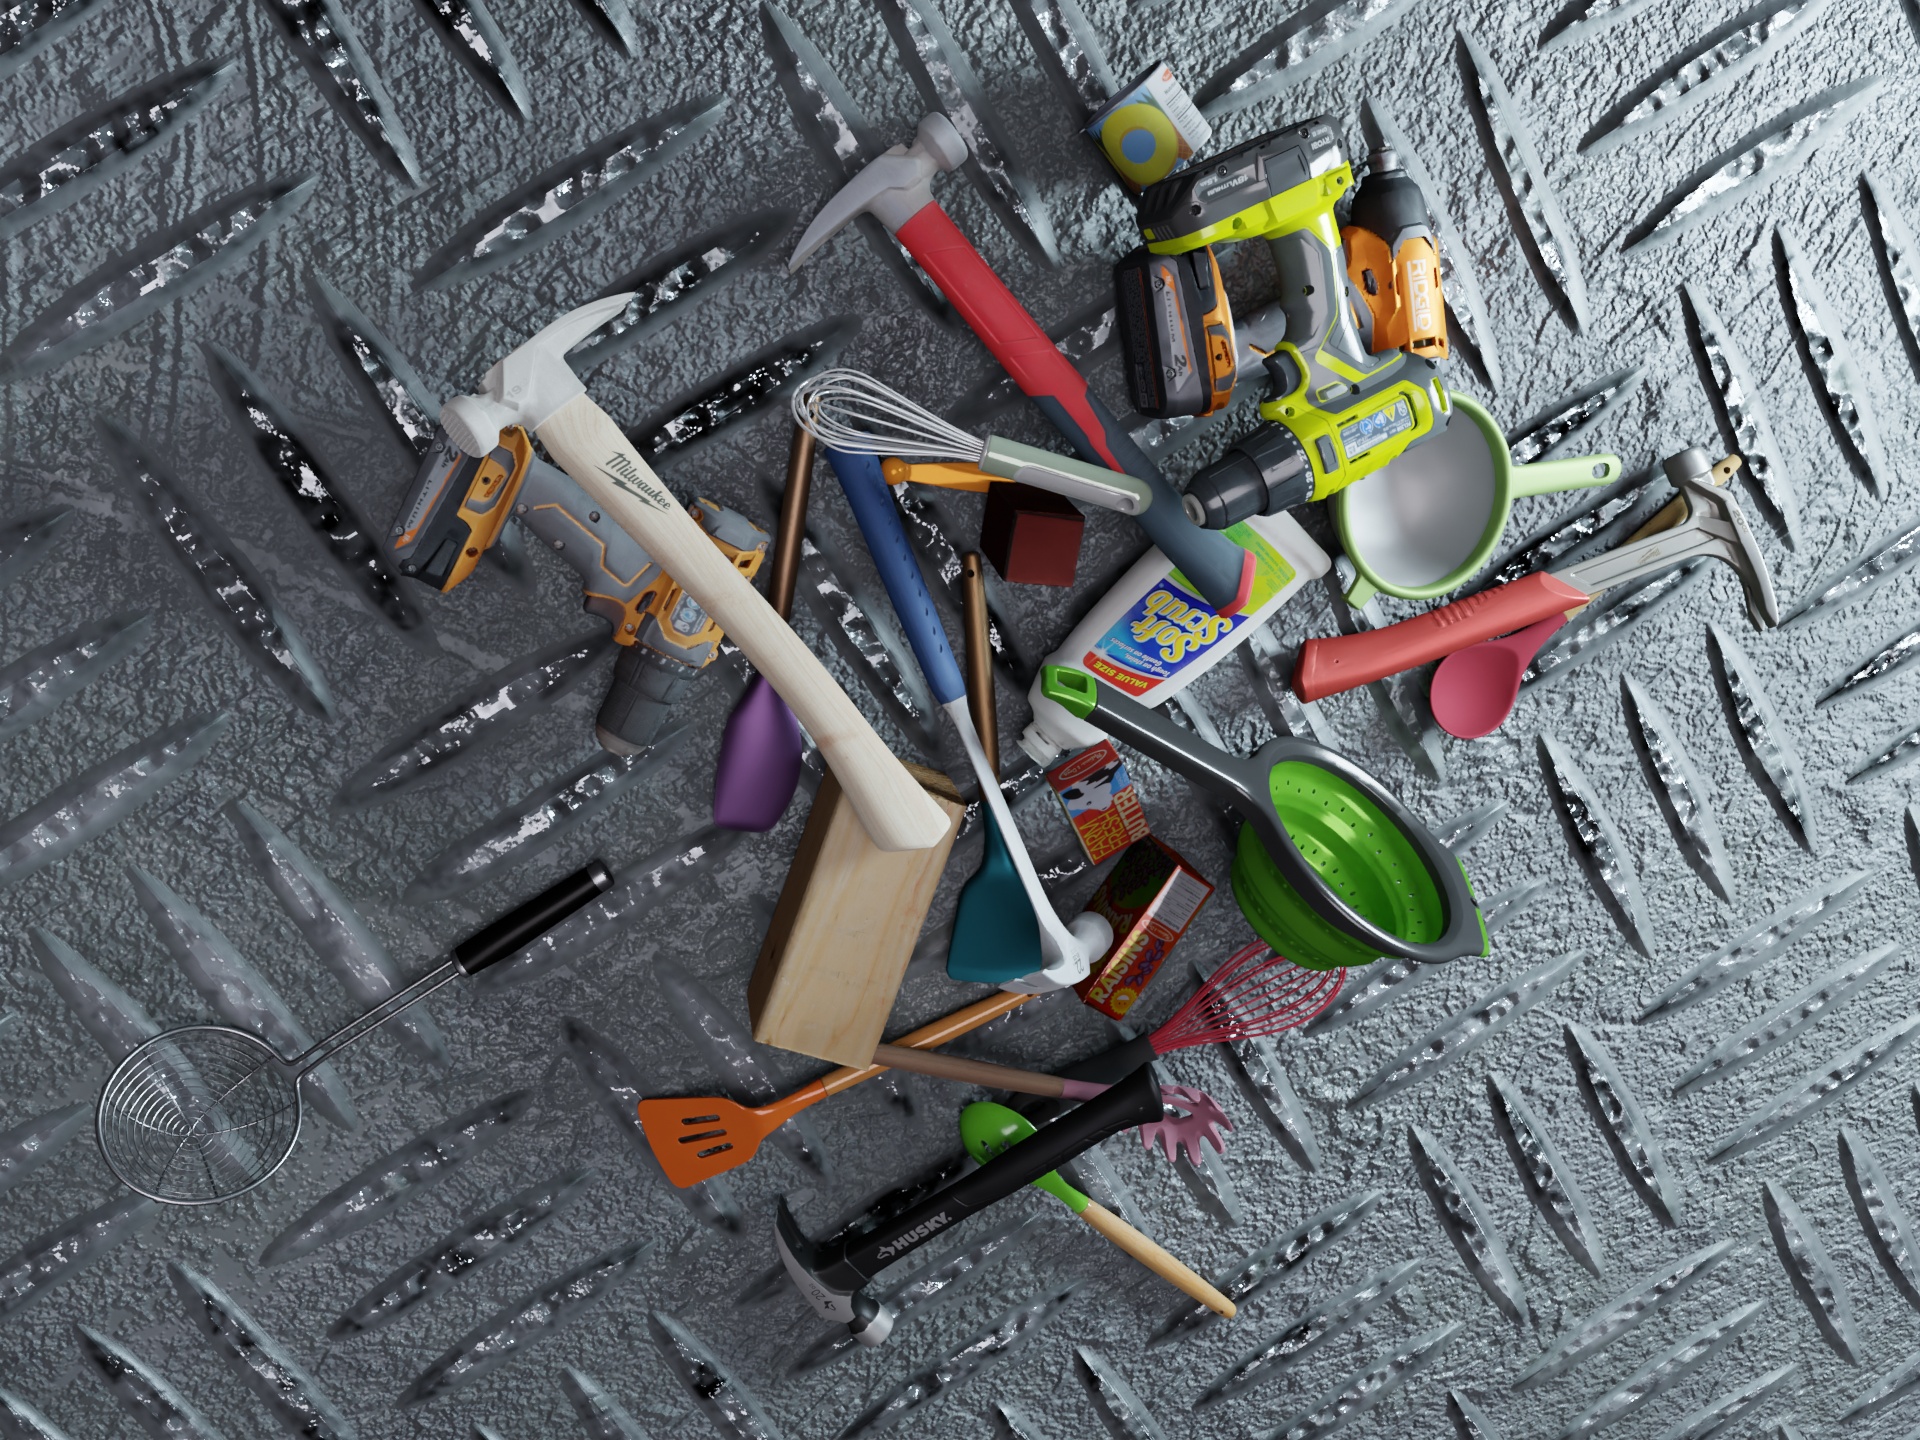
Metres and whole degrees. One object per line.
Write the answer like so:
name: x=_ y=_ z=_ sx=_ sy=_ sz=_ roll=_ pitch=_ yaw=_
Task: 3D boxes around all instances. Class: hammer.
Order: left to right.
hammer: x=-0.140 y=-0.080 z=1.029 sx=0.410 sy=0.038 sz=0.146 roll=50 pitch=64 yaw=-13
hammer: x=-0.002 y=-0.003 z=1.089 sx=0.035 sy=0.144 sz=0.405 roll=-22 pitch=92 yaw=24
hammer: x=0.011 y=0.351 z=1.201 sx=0.335 sy=0.035 sz=0.146 roll=-35 pitch=110 yaw=15
hammer: x=0.055 y=-0.213 z=1.077 sx=0.143 sy=0.038 sz=0.386 roll=-41 pitch=97 yaw=2
hammer: x=0.424 y=-0.079 z=1.198 sx=0.359 sy=0.036 sz=0.149 roll=-20 pitch=83 yaw=-2

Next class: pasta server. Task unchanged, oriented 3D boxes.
pasta server: x=0.051 y=0.277 z=1.199 sx=0.316 sy=0.040 sz=0.060 roll=13 pitch=114 yaw=-9

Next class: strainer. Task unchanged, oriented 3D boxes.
strainer: x=0.369 y=-0.175 z=1.175 sx=0.256 sy=0.069 sz=0.151 roll=-10 pitch=106 yaw=-22

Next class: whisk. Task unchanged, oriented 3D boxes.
whisk: x=0.008 y=-0.178 z=1.045 sx=0.246 sy=0.057 sz=0.059 roll=16 pitch=58 yaw=-3
whisk: x=0.166 y=0.244 z=1.240 sx=0.296 sy=0.073 sz=0.073 roll=-28 pitch=108 yaw=4

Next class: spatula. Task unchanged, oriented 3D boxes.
spatula: x=-0.127 y=-0.071 z=1.121 sx=0.059 sy=0.018 sz=0.316 roll=6 pitch=103 yaw=-15
spatula: x=-0.084 y=0.264 z=1.213 sx=0.322 sy=0.041 sz=0.081 roll=-24 pitch=107 yaw=-9
spatula: x=0.020 y=0.036 z=1.163 sx=0.082 sy=0.044 sz=0.317 roll=-2 pitch=104 yaw=13

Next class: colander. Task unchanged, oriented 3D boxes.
colander: x=0.201 y=0.081 z=1.150 sx=0.396 sy=0.205 sz=0.094 roll=28 pitch=124 yaw=-19

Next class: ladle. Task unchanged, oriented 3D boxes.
ladle: x=0.483 y=-0.100 z=1.230 sx=0.315 sy=0.031 sz=0.069 roll=-41 pitch=97 yaw=-1

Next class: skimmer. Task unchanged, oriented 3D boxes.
skimmer: x=-0.407 y=0.199 z=1.095 sx=0.363 sy=0.090 sz=0.127 roll=-32 pitch=76 yaw=-4

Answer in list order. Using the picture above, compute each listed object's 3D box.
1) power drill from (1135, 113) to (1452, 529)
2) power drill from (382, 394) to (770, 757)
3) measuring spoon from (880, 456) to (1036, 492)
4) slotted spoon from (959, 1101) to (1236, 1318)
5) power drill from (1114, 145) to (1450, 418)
power drill: x=0.201 y=-0.249 z=1.024 sx=0.190 sy=0.080 sz=0.228 roll=-28 pitch=108 yaw=-12
power drill: x=-0.264 y=-0.092 z=1.059 sx=0.226 sy=0.084 sz=0.185 roll=25 pitch=98 yaw=-21
measuring spoon: x=0.001 y=-0.172 z=1.124 sx=0.117 sy=0.011 sz=0.021 roll=2 pitch=103 yaw=-12
slotted spoon: x=0.117 y=0.402 z=1.278 sx=0.313 sy=0.031 sz=0.070 roll=40 pitch=128 yaw=-21
power drill: x=0.227 y=-0.301 z=1.104 sx=0.226 sy=0.084 sz=0.164 roll=-13 pitch=104 yaw=-12
